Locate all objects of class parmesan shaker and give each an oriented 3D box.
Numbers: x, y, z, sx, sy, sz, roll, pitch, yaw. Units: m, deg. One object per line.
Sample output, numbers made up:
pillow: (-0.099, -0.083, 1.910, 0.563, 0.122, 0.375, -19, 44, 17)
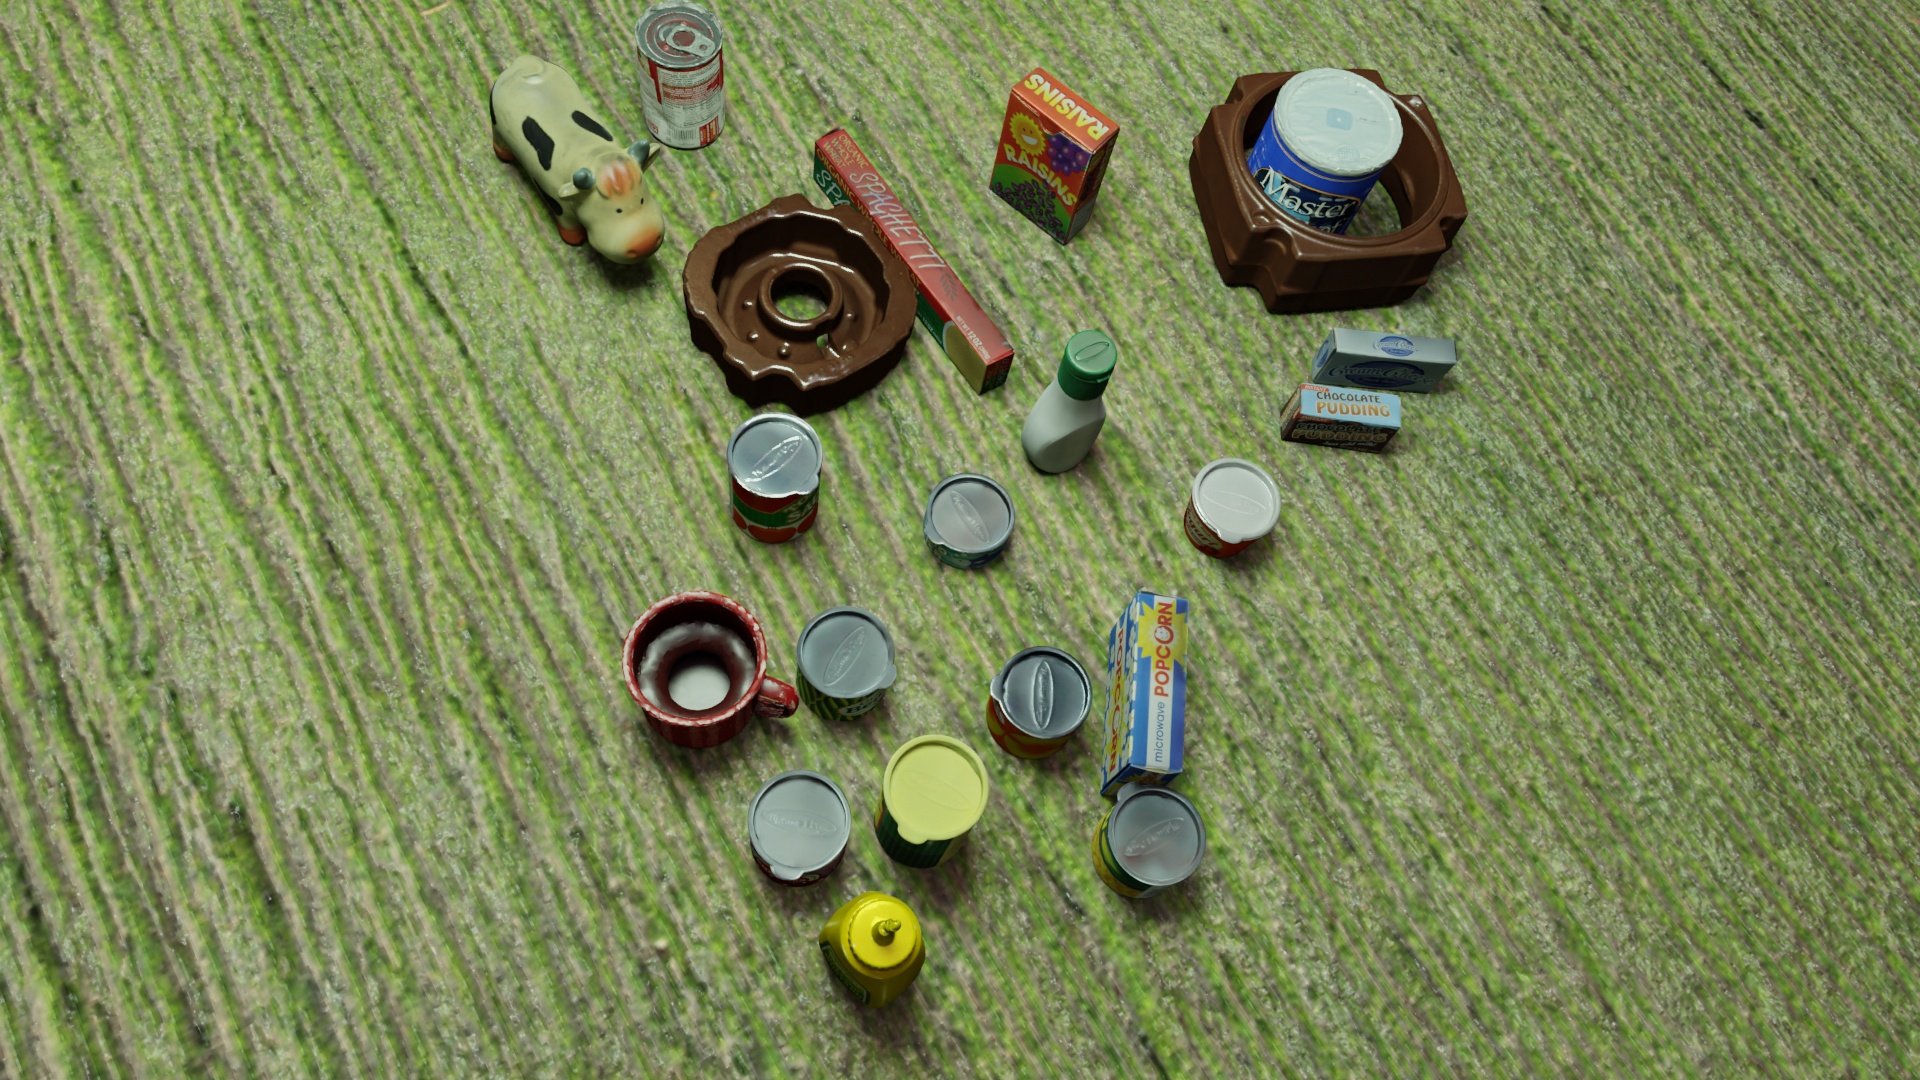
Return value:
parmesan shaker: (-0.023, 0.175, 0.905, 0.071, 0.102, 0.071, 3, 66, -7)

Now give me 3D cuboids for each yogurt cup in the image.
yogurt cup: (0.203, -0.022, 1.053, 0.072, 0.053, 0.072, 3, 66, -7)

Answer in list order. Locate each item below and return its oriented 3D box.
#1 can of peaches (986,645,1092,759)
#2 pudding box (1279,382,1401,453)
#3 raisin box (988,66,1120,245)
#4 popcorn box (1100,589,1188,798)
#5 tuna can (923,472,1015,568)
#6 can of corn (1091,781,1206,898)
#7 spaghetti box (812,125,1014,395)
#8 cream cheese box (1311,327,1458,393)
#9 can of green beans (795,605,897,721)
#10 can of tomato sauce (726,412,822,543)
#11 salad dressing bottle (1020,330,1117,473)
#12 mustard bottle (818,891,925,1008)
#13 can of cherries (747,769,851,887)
can of peaches: (0.052, 0.113, 0.968, 0.071, 0.057, 0.071, 3, 66, -7)
pudding box: (0.302, -0.097, 1.104, 0.084, 0.049, 0.030, 7, 65, -5)
raisin box: (0.073, -0.310, 1.126, 0.086, 0.123, 0.040, 41, 67, 10)
popcorn box: (0.127, 0.110, 0.966, 0.038, 0.085, 0.127, 9, 65, -4)
tuna can: (0.004, -0.013, 1.032, 0.071, 0.032, 0.071, 3, 66, -7)
can of corn: (0.124, 0.202, 0.939, 0.071, 0.058, 0.071, 3, 66, -7)
spaghetti box: (-0.042, -0.226, 1.112, 0.029, 0.050, 0.250, -30, 73, -19)
cream cheese box: (0.344, -0.146, 1.130, 0.104, 0.053, 0.024, 5, 66, -6)
can of green beans: (-0.081, 0.086, 0.962, 0.071, 0.057, 0.071, 3, 66, -7)
can of tomato sauce: (-0.132, -0.043, 0.999, 0.071, 0.082, 0.071, 3, 66, -7)
salad dressing bottle: (0.082, -0.101, 1.020, 0.064, 0.147, 0.044, -26, 72, -18)
mustard bottle: (-0.052, 0.243, 0.839, 0.049, 0.159, 0.065, -38, 76, -21)
can of cherries: (-0.107, 0.192, 0.910, 0.071, 0.058, 0.072, 3, 66, -7)
